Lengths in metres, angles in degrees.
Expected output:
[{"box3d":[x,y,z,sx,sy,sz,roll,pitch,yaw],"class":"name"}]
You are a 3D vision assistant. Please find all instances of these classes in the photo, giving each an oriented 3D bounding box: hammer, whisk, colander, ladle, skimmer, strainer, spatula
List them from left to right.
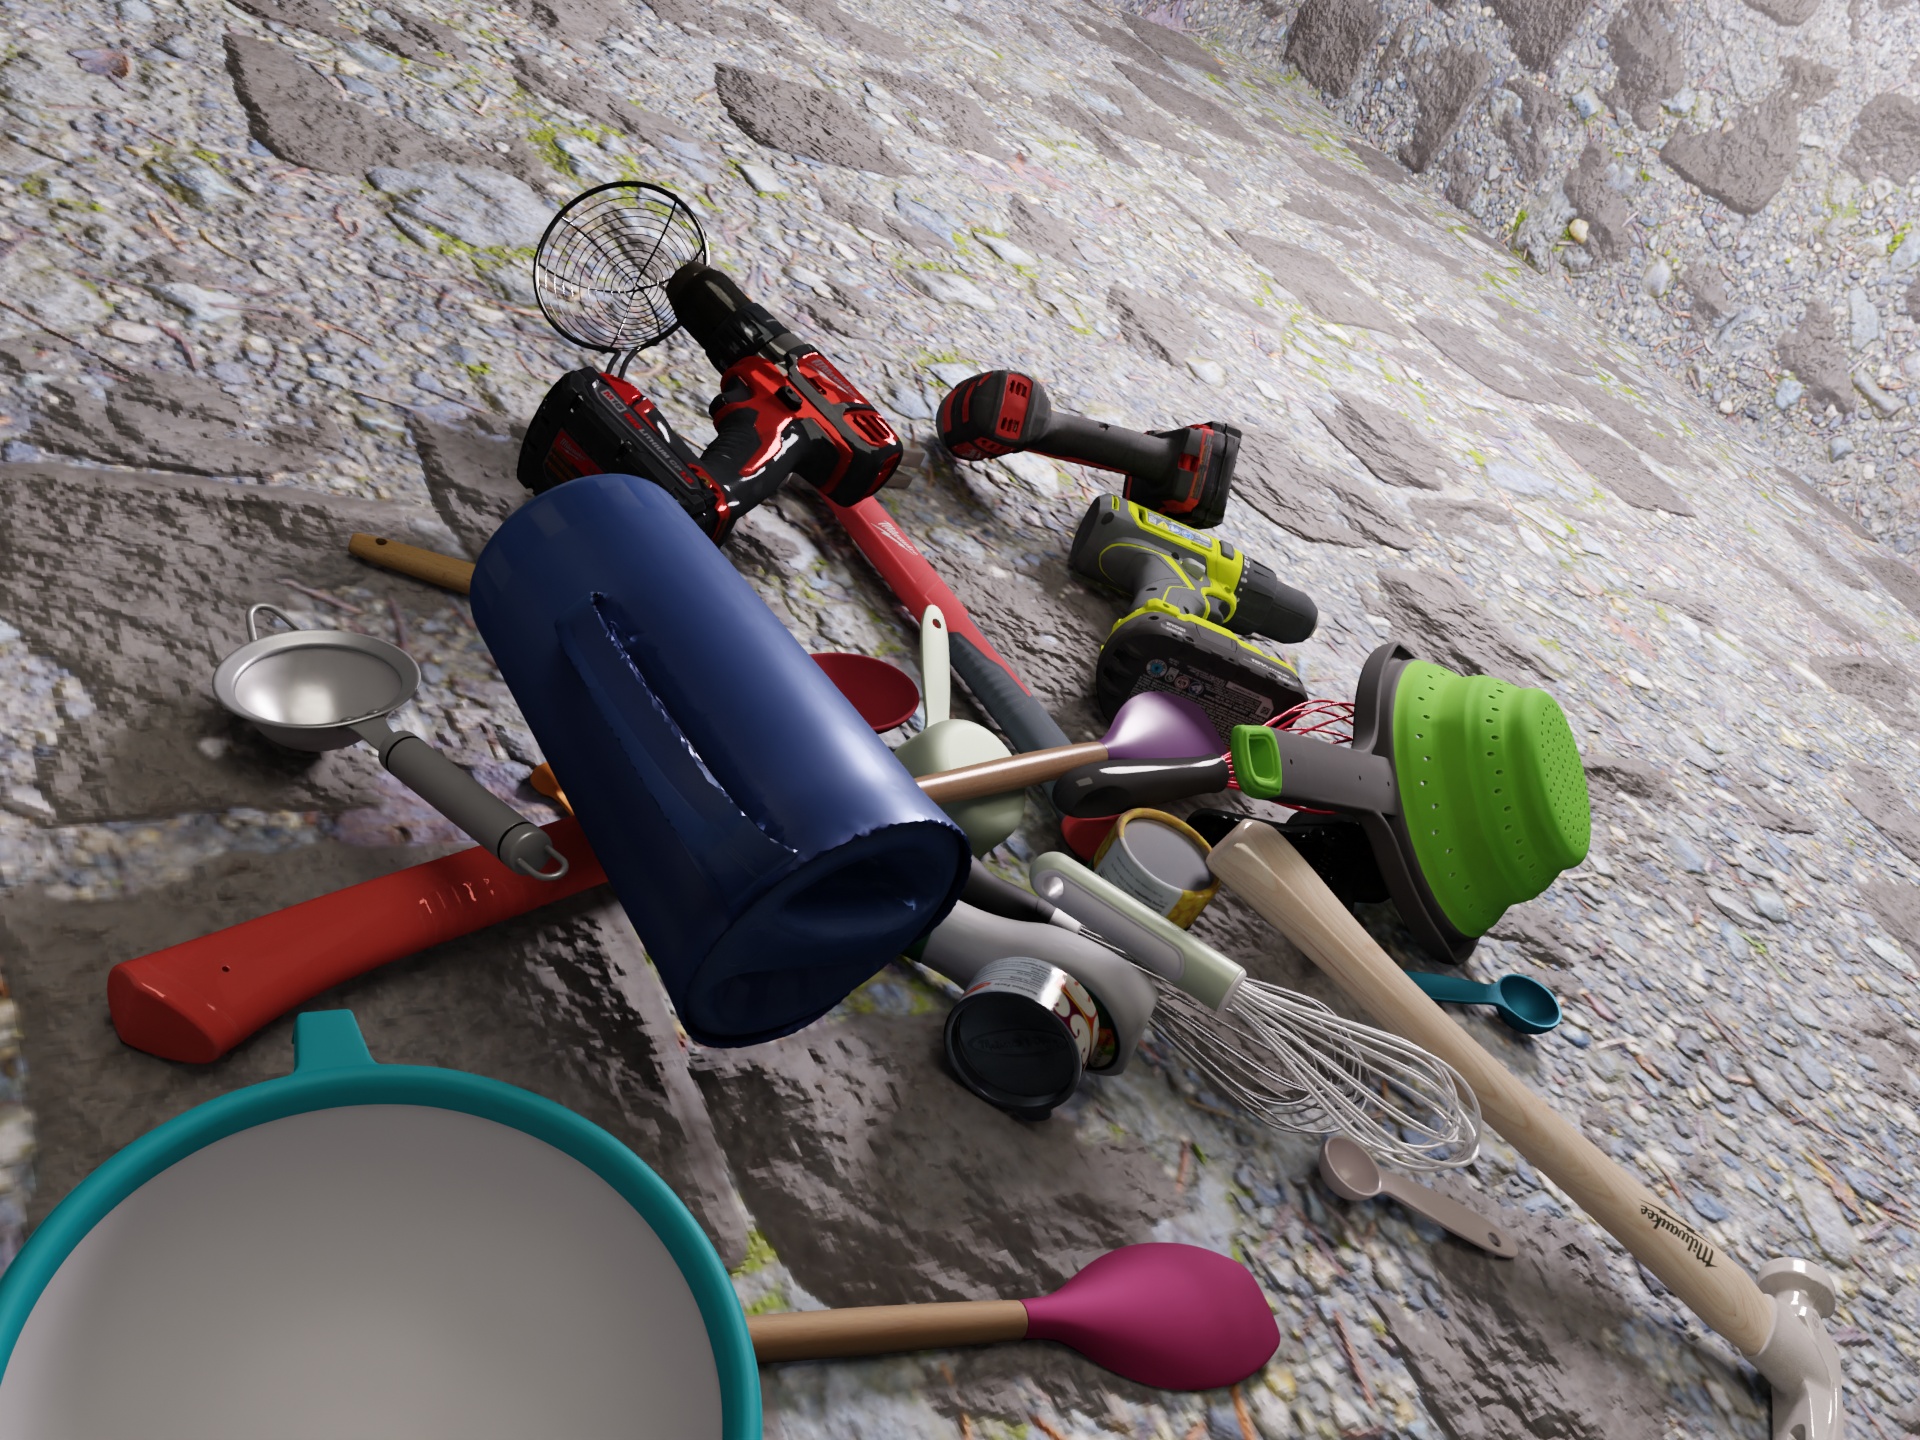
[{"box3d":[-0.240,0.013,0.671,0.087,0.050,0.259,-20,35,-40],"class":"strainer"},{"box3d":[-0.187,0.056,0.699,0.359,0.036,0.149,-19,60,-47],"class":"hammer"},{"box3d":[-0.117,0.246,0.460,0.340,0.095,0.211,32,35,0],"class":"strainer"},{"box3d":[-0.236,-0.234,1.018,0.127,0.090,0.364,-6,39,4],"class":"skimmer"},{"box3d":[-0.174,-0.048,0.873,0.315,0.031,0.069,17,37,-15],"class":"ladle"},{"box3d":[0.007,-0.058,1.014,0.143,0.038,0.387,-3,45,-42],"class":"hammer"},{"box3d":[0.061,0.020,0.890,0.316,0.018,0.060,-10,67,-51],"class":"spatula"},{"box3d":[0.080,0.123,0.814,0.284,0.070,0.070,29,33,6],"class":"whisk"},{"box3d":[0.163,0.029,0.940,0.295,0.073,0.073,-6,47,-41],"class":"whisk"},{"box3d":[0.135,0.134,0.757,0.246,0.057,0.059,32,29,18],"class":"whisk"},{"box3d":[0.277,0.033,0.910,0.396,0.094,0.205,11,69,-53],"class":"colander"},{"box3d":[0.285,0.207,0.817,0.410,0.038,0.146,42,35,4],"class":"hammer"}]

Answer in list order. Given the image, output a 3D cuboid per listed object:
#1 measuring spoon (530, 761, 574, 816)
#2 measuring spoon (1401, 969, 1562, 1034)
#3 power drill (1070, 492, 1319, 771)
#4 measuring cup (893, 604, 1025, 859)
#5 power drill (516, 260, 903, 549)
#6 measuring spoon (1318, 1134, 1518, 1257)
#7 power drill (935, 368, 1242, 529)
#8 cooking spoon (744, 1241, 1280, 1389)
[{"box3d":[-0.160,0.056,0.755,0.117,0.011,0.021,39,34,14],"class":"measuring spoon"},{"box3d":[0.300,0.169,0.957,0.128,0.021,0.042,10,38,-13],"class":"measuring spoon"},{"box3d":[0.173,-0.064,1.115,0.190,0.080,0.229,22,31,-9],"class":"power drill"},{"box3d":[-0.001,-0.003,0.885,0.083,0.038,0.168,22,50,-35],"class":"measuring cup"},{"box3d":[-0.156,-0.185,0.950,0.188,0.080,0.227,47,41,4],"class":"power drill"},{"box3d":[0.228,0.246,0.799,0.124,0.018,0.034,29,32,-14],"class":"measuring spoon"},{"box3d":[0.089,-0.209,1.216,0.219,0.078,0.143,13,-1,-19],"class":"power drill"},{"box3d":[0.002,0.238,0.627,0.318,0.017,0.069,8,38,-30],"class":"cooking spoon"}]
